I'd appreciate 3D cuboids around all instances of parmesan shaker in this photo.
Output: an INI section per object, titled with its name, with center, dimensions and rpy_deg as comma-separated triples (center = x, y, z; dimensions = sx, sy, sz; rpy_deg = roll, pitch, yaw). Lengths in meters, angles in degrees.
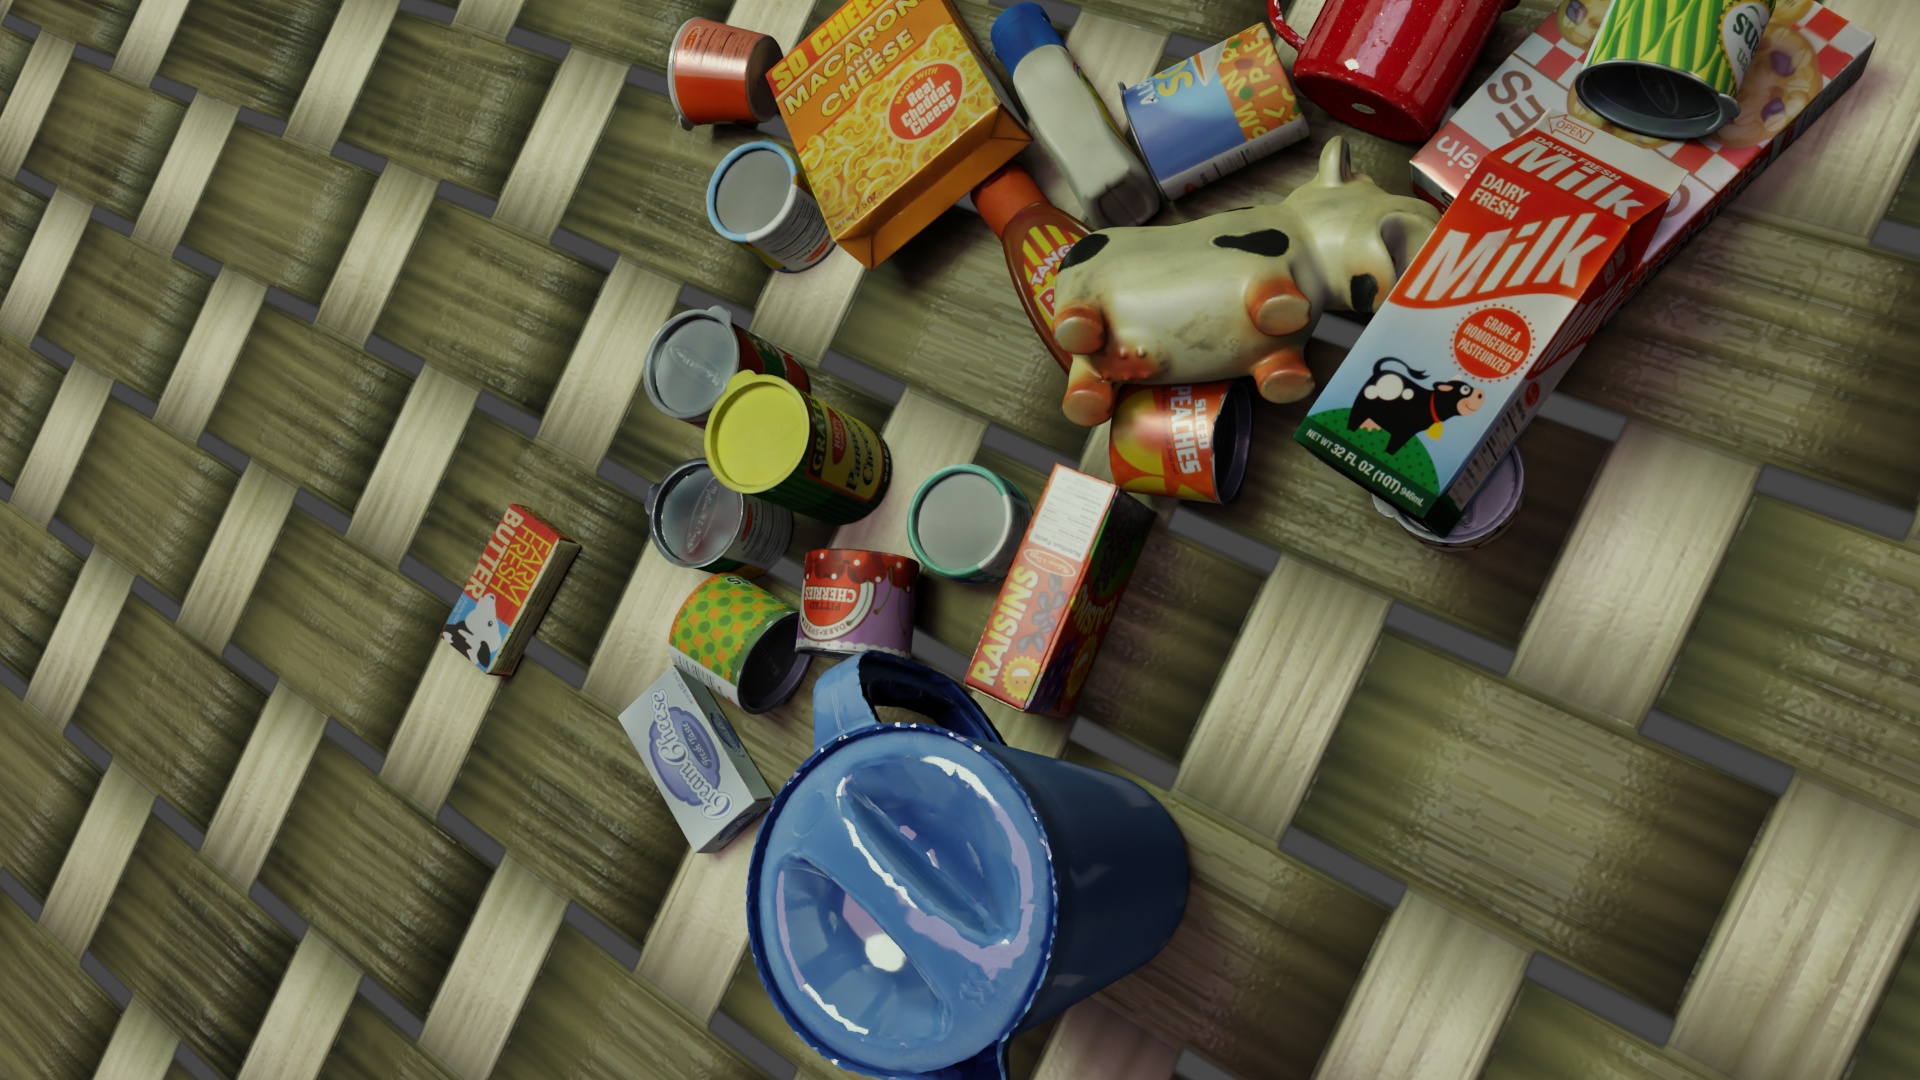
[parmesan shaker]
center = -0.091, -0.052, 0.799
dimensions = 0.071, 0.103, 0.071
rpy_deg = -5, 79, 23

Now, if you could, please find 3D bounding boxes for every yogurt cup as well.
[yogurt cup]
center = -0.149, -0.300, 0.898
dimensions = 0.054, 0.072, 0.072
rpy_deg = 12, 85, 18

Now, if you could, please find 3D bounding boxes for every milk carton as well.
[milk carton]
center = 0.242, -0.102, 0.633
dimensions = 0.072, 0.073, 0.190
rpy_deg = 38, 99, 26

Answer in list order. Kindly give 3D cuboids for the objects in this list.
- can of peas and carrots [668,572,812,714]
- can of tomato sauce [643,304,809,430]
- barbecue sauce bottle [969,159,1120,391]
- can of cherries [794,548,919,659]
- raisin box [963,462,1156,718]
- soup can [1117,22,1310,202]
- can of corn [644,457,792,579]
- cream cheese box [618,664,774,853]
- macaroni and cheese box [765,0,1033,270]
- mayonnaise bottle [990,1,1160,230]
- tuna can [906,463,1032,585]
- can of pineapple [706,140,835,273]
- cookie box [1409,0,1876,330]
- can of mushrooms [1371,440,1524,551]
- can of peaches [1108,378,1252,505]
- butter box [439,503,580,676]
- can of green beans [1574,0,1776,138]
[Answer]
[can of peas and carrots]
center = -0.126, 0.057, 0.815
dimensions = 0.059, 0.071, 0.071
rpy_deg = 27, 92, 27
[can of tomato sauce]
center = -0.139, -0.098, 0.841
dimensions = 0.071, 0.083, 0.071
rpy_deg = -5, 78, 23
[barbecue sauce bottle]
center = 0.057, -0.152, 0.785
dimensions = 0.065, 0.043, 0.149
rpy_deg = -36, 67, 7
[can of cherries]
center = -0.059, 0.037, 0.784
dimensions = 0.071, 0.071, 0.058
rpy_deg = 2, 81, 25
[raisin box]
center = 0.055, 0.029, 0.727
dimensions = 0.040, 0.086, 0.123
rpy_deg = 23, 90, 21
[soup can]
center = 0.137, -0.234, 0.752
dimensions = 0.083, 0.071, 0.071
rpy_deg = -23, 72, 18
[can of corn]
center = -0.146, -0.013, 0.841
dimensions = 0.071, 0.058, 0.071
rpy_deg = -5, 78, 24
[cream cheese box]
center = -0.160, 0.131, 0.837
dimensions = 0.053, 0.024, 0.104
rpy_deg = -43, 66, 13
[macaroni and cheese box]
center = -0.042, -0.259, 0.831
dimensions = 0.123, 0.040, 0.167
rpy_deg = -35, 53, 17
[mayonnaise bottle]
center = 0.062, -0.245, 0.793
dimensions = 0.041, 0.064, 0.148
rpy_deg = -32, 65, 17
[tuna can]
center = 0.003, -0.010, 0.787
dimensions = 0.071, 0.033, 0.071
rpy_deg = -5, 78, 23
[can of pineapple]
center = -0.117, -0.209, 0.867
dimensions = 0.071, 0.058, 0.071
rpy_deg = -5, 78, 24
[cookie box]
center = 0.325, -0.204, 0.678
dimensions = 0.167, 0.040, 0.123
rpy_deg = -46, 66, 8
[can of mushrooms]
center = 0.240, -0.028, 0.684
dimensions = 0.071, 0.033, 0.071
rpy_deg = -4, 79, 23
[can of peaches]
center = 0.115, -0.055, 0.725
dimensions = 0.058, 0.071, 0.071
rpy_deg = 9, 84, 26
[butter box]
center = -0.298, 0.033, 0.919
dimensions = 0.053, 0.024, 0.103
rpy_deg = 30, 93, 25
[can of green beans]
center = 0.321, -0.223, 0.623
dimensions = 0.071, 0.071, 0.058
rpy_deg = 24, 89, 26
